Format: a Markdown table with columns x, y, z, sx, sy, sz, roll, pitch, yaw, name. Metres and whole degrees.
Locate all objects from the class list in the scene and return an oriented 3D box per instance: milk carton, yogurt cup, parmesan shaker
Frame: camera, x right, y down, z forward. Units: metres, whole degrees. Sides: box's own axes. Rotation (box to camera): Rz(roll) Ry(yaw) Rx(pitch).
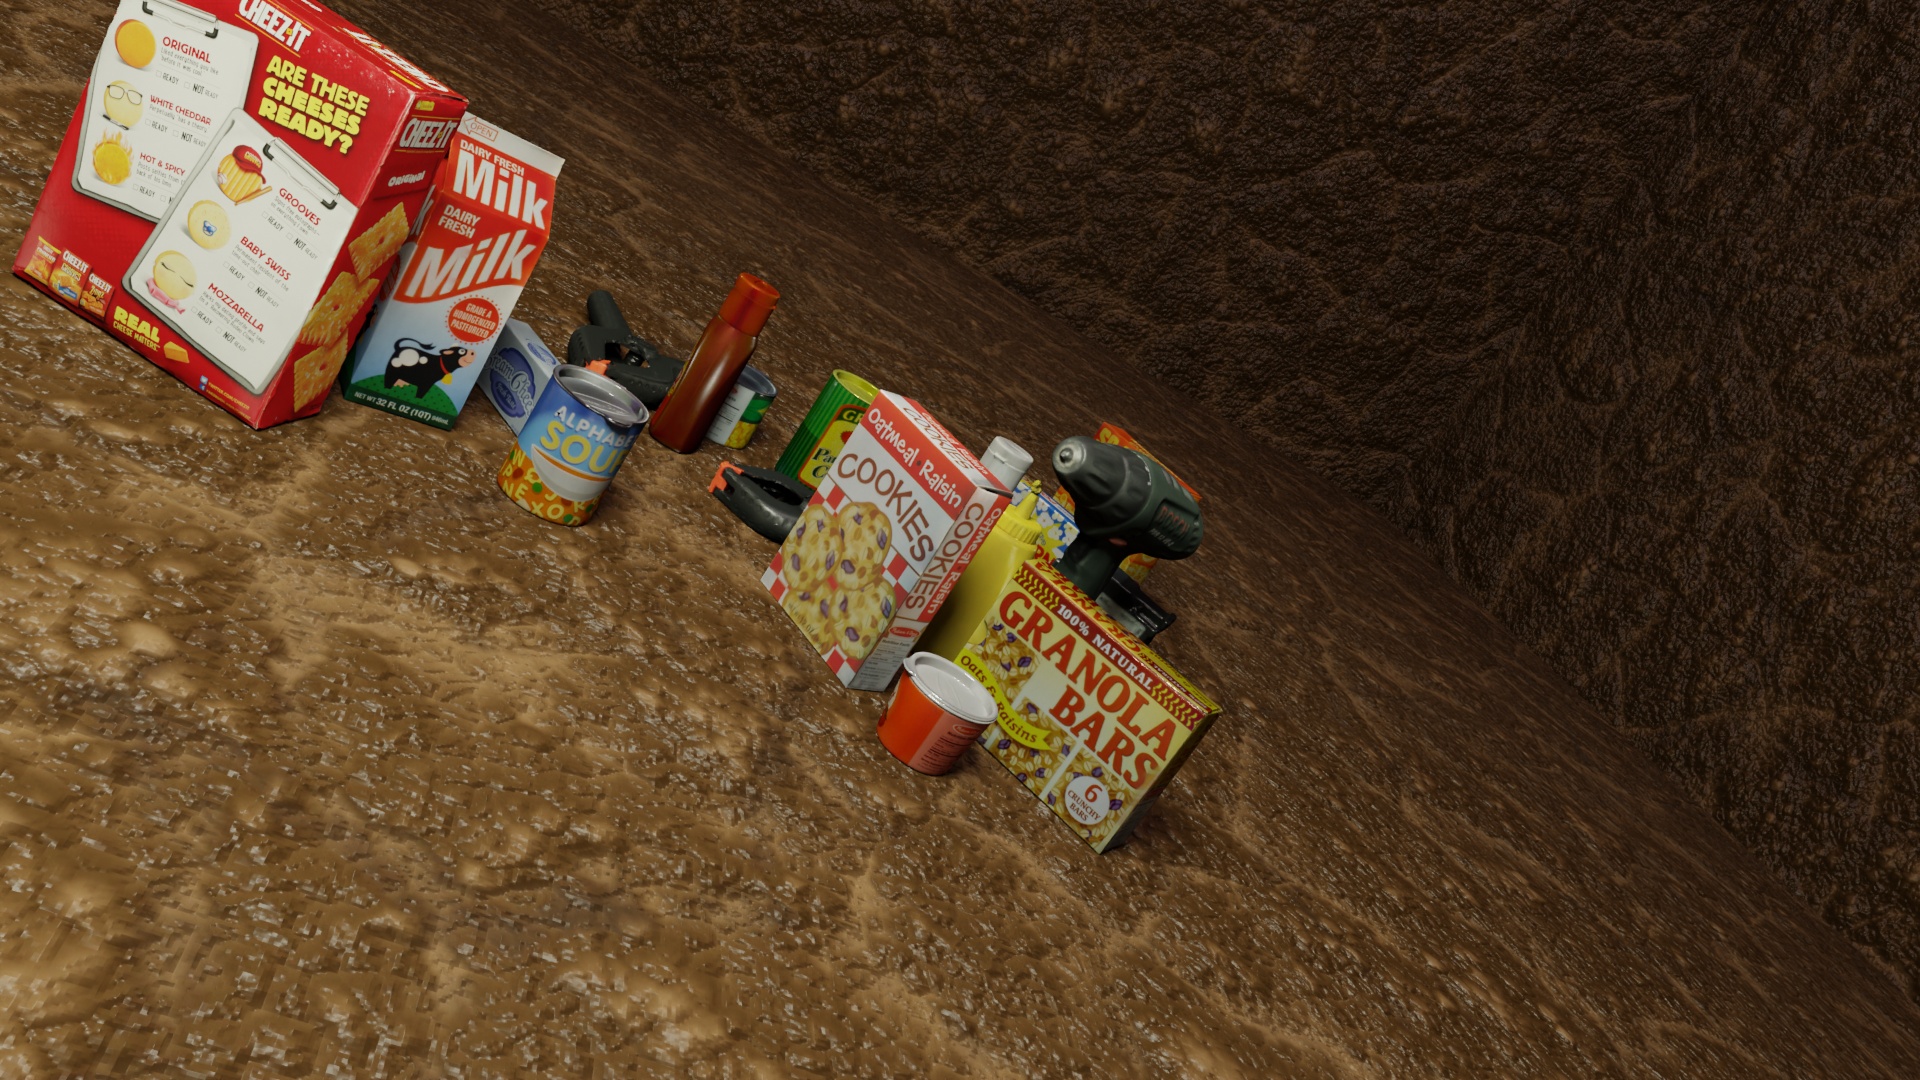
| x | y | z | sx | sy | sz | roll | pitch | yaw | name |
| --- | --- | --- | --- | --- | --- | --- | --- | --- | --- |
| -0.326 | -0.175 | 0.886 | 0.072 | 0.190 | 0.074 | 20 | 21 | -40 | milk carton |
| -0.017 | 0.113 | 0.890 | 0.072 | 0.053 | 0.072 | 31 | 16 | -10 | yogurt cup |
| -0.106 | -0.087 | 1.210 | 0.071 | 0.102 | 0.071 | 31 | 16 | -10 | parmesan shaker |

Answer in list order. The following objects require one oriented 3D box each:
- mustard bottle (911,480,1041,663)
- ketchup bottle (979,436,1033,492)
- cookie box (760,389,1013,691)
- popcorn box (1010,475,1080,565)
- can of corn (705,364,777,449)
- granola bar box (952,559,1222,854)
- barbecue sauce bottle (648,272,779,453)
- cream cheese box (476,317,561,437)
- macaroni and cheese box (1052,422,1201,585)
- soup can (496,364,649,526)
| x | y | z | sx | sy | sz | roll | pitch | yaw | name |
| --- | --- | --- | --- | --- | --- | --- | --- | --- | --- |
| 0.019 | 0.022 | 1.030 | 0.065 | 0.159 | 0.049 | 36 | 16 | 7 | mustard bottle |
| 0.004 | -0.014 | 1.127 | 0.065 | 0.148 | 0.043 | 39 | 16 | 18 | ketchup bottle |
| -0.053 | -0.001 | 0.946 | 0.040 | 0.167 | 0.123 | 15 | 24 | -48 | cookie box |
| 0.058 | -0.008 | 1.327 | 0.127 | 0.085 | 0.038 | 42 | 18 | 27 | popcorn box |
| -0.201 | -0.121 | 1.208 | 0.071 | 0.058 | 0.071 | 31 | 16 | -10 | can of corn |
| 0.075 | 0.111 | 0.948 | 0.166 | 0.124 | 0.039 | 40 | 17 | 23 | granola bar box |
| -0.196 | -0.143 | 1.117 | 0.043 | 0.148 | 0.065 | 32 | 16 | -7 | barbecue sauce bottle |
| -0.307 | -0.110 | 0.983 | 0.024 | 0.053 | 0.104 | 14 | 25 | -51 | cream cheese box |
| 0.140 | -0.012 | 1.350 | 0.040 | 0.166 | 0.124 | 16 | 23 | -47 | macaroni and cheese box |
| -0.249 | -0.059 | 0.892 | 0.071 | 0.083 | 0.071 | 31 | 16 | -10 | soup can |
